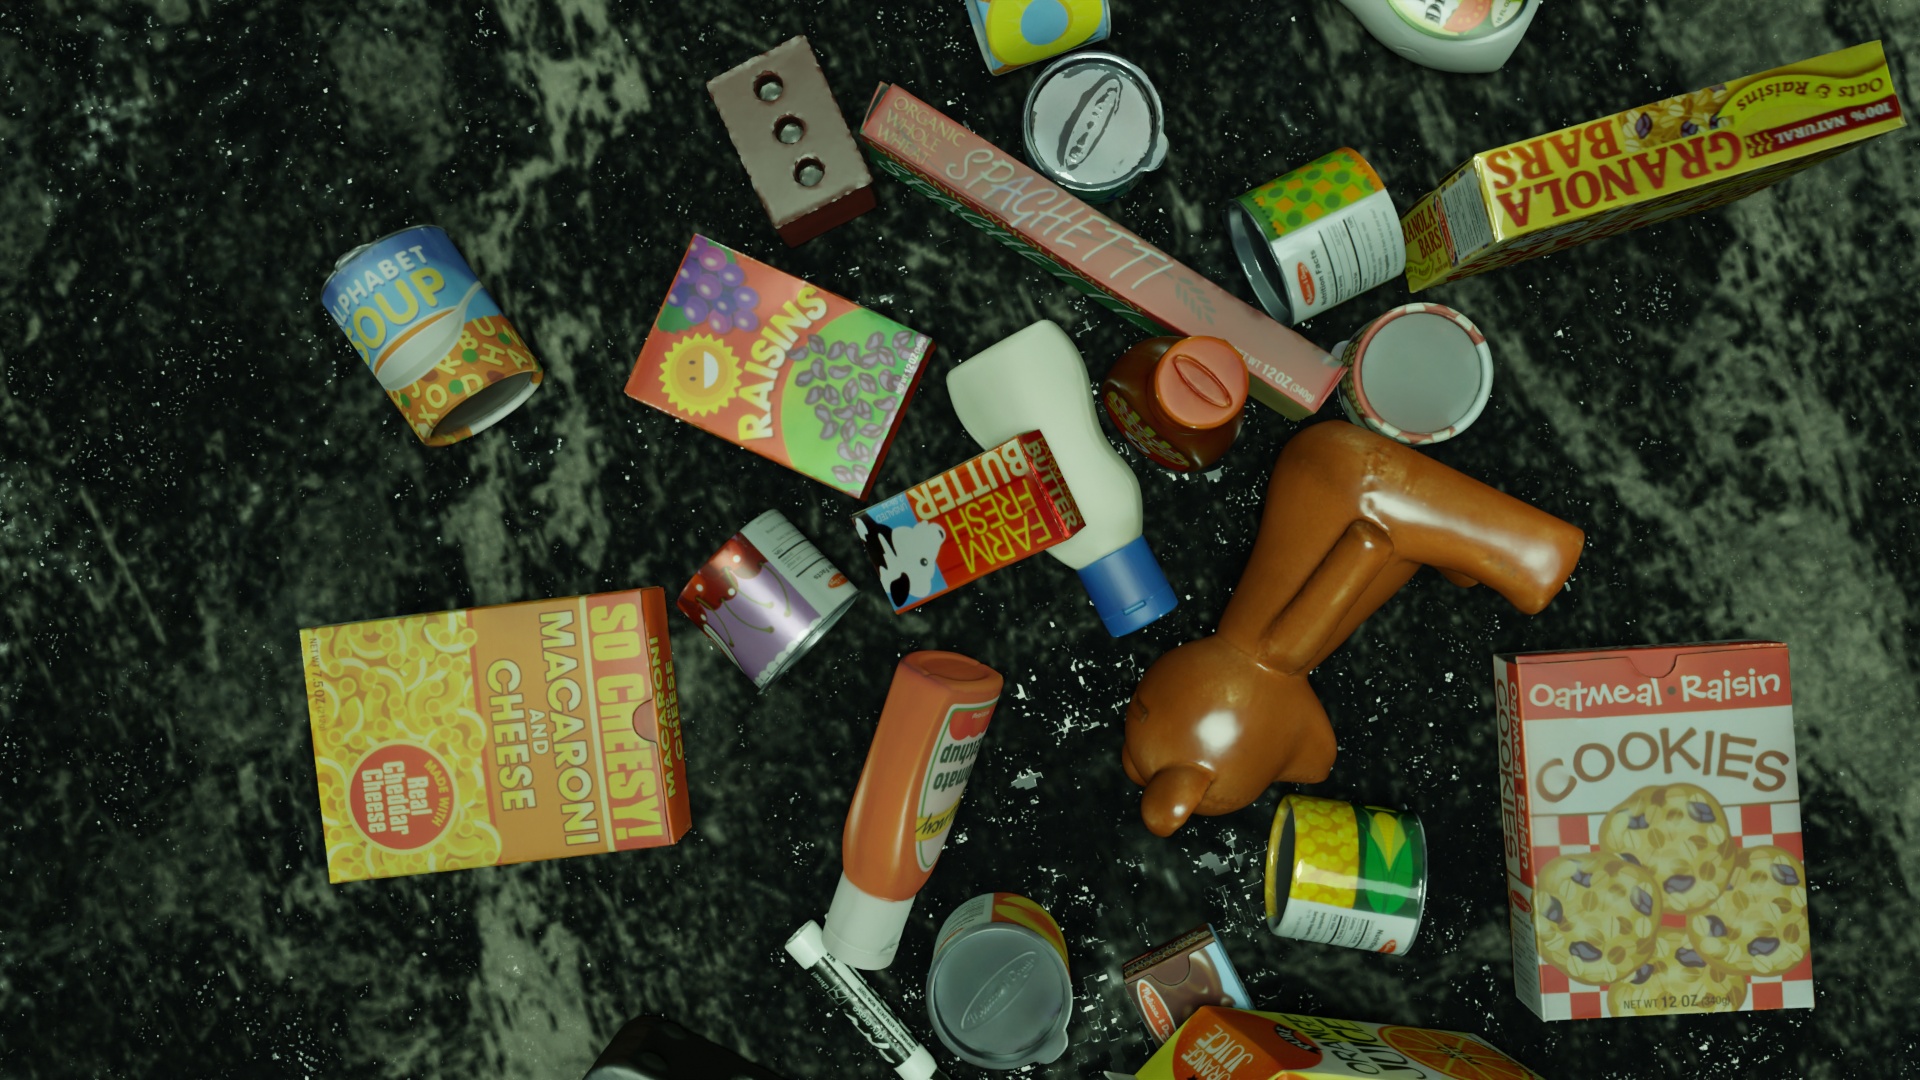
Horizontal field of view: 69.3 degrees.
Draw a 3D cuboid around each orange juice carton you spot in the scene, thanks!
[{"bbox_3d":[0.162,0.255,0.607,0.193,0.072,0.073,12,90,-18],"label":"orange juice carton"}]

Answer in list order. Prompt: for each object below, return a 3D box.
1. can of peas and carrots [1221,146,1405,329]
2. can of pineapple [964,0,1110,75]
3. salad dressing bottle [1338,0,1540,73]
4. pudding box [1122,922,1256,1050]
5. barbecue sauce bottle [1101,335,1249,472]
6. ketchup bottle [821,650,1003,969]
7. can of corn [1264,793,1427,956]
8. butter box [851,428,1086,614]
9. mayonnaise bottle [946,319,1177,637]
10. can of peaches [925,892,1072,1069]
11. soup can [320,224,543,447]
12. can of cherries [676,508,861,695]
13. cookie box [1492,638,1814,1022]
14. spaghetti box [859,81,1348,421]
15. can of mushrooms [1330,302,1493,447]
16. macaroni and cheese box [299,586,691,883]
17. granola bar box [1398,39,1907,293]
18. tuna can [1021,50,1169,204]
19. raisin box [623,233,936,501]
[{"bbox_3d":[0.162,-0.141,0.642,0.059,0.071,0.071,-26,89,2],"label":"can of peas and carrots"},{"bbox_3d":[0.032,-0.258,0.644,0.058,0.071,0.071,-18,90,3],"label":"can of pineapple"},{"bbox_3d":[0.194,-0.269,0.650,0.148,0.044,0.064,25,92,2],"label":"salad dressing bottle"},{"bbox_3d":[0.117,0.231,0.660,0.049,0.030,0.083,-28,89,3],"label":"pudding box"},{"bbox_3d":[0.095,-0.061,0.601,0.065,0.148,0.043,43,92,1],"label":"barbecue sauce bottle"},{"bbox_3d":[-0.027,0.127,0.652,0.043,0.065,0.148,24,101,25],"label":"ketchup bottle"},{"bbox_3d":[0.176,0.151,0.641,0.058,0.071,0.071,8,91,3],"label":"can of corn"},{"bbox_3d":[0.002,-0.008,0.645,0.103,0.024,0.053,-24,90,30],"label":"butter box"},{"bbox_3d":[0.053,-0.027,0.658,0.064,0.041,0.148,-28,90,10],"label":"mayonnaise bottle"},{"bbox_3d":[0.020,0.206,0.650,0.071,0.058,0.071,0,90,2],"label":"can of peaches"},{"bbox_3d":[-0.249,-0.096,0.655,0.071,0.071,0.084,-36,89,2],"label":"soup can"},{"bbox_3d":[-0.092,0.029,0.651,0.058,0.071,0.071,44,92,2],"label":"can of cherries"},{"bbox_3d":[0.320,0.132,0.646,0.123,0.040,0.167,-4,90,3],"label":"cookie box"},{"bbox_3d":[0.064,-0.134,0.652,0.250,0.050,0.028,32,91,2],"label":"spaghetti box"},{"bbox_3d":[0.211,-0.078,0.654,0.071,0.033,0.071,0,91,2],"label":"can of mushrooms"},{"bbox_3d":[-0.222,0.093,0.669,0.166,0.040,0.123,-7,91,3],"label":"macaroni and cheese box"},{"bbox_3d":[0.288,-0.158,0.605,0.165,0.124,0.039,-16,90,2],"label":"granola bar box"},{"bbox_3d":[0.064,-0.194,0.660,0.071,0.033,0.071,0,90,3],"label":"tuna can"},{"bbox_3d":[-0.085,-0.082,0.664,0.123,0.040,0.086,24,92,1],"label":"raisin box"}]
